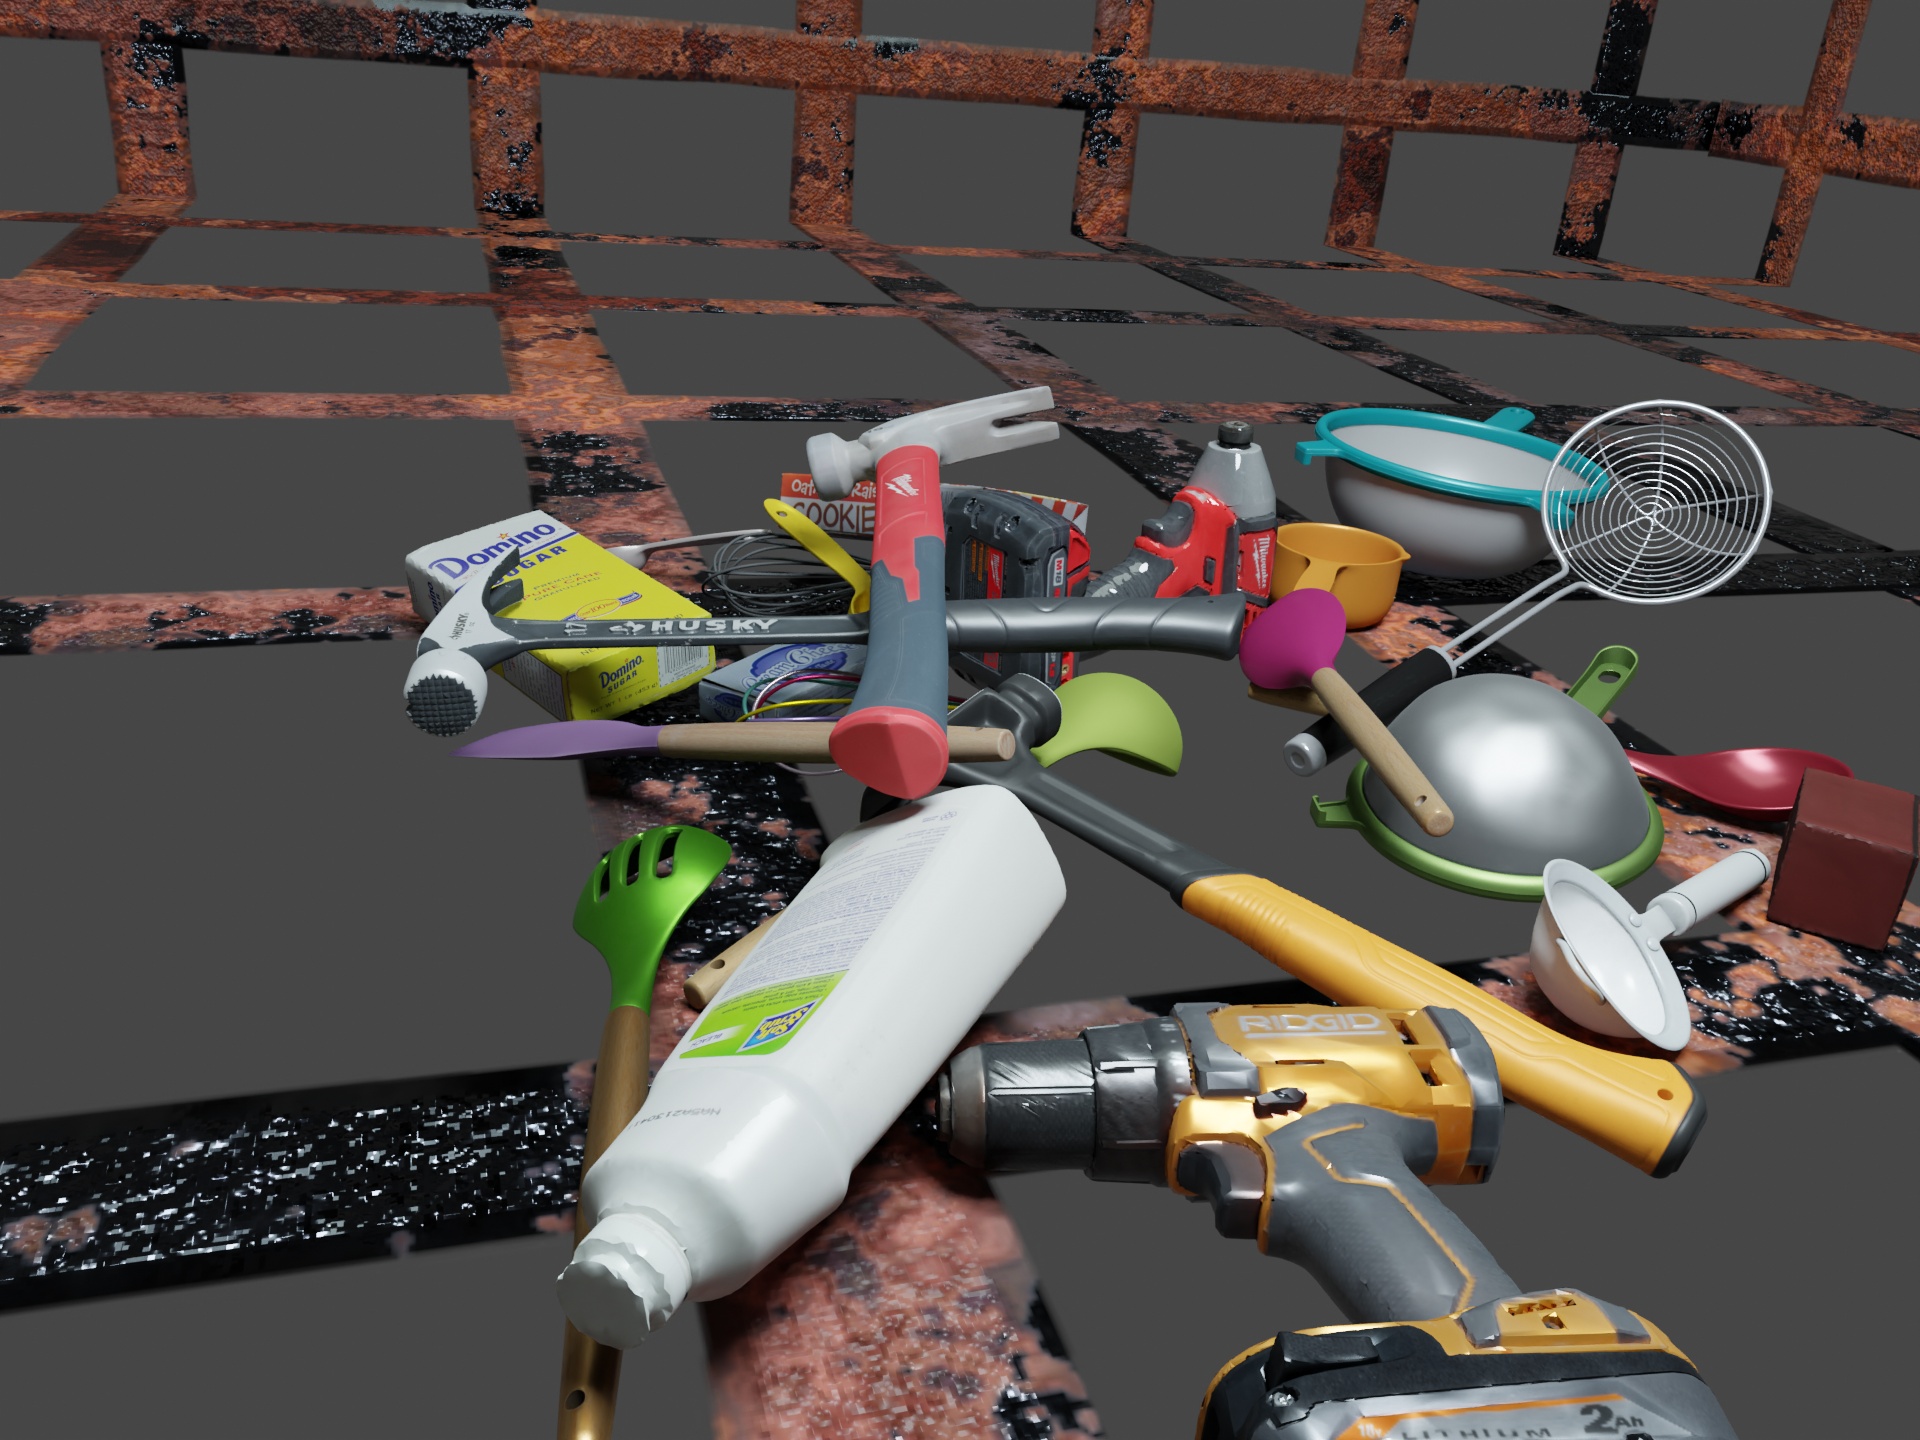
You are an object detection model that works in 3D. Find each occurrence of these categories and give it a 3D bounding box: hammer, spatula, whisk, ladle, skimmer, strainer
[{"bbox_3d":[-0.010,-0.077,0.748,0.143,0.038,0.387,-13,27,4],"label":"hammer"},{"bbox_3d":[-0.111,0.009,0.714,0.316,0.018,0.060,0,17,35],"label":"spatula"},{"bbox_3d":[-0.002,-0.002,0.834,0.245,0.047,0.051,-2,37,-25],"label":"whisk"},{"bbox_3d":[0.315,0.012,0.878,0.315,0.031,0.069,12,30,19],"label":"ladle"},{"bbox_3d":[0.320,-0.075,0.900,0.363,0.090,0.127,-30,67,-29],"label":"skimmer"},{"bbox_3d":[0.300,-0.003,0.812,0.152,0.069,0.256,20,37,33],"label":"strainer"},{"bbox_3d":[-0.056,-0.047,0.796,0.409,0.036,0.149,-1,30,-7],"label":"hammer"},{"bbox_3d":[0.305,0.089,0.691,0.258,0.050,0.087,-11,64,-45],"label":"strainer"},{"bbox_3d":[0.119,0.082,0.627,0.337,0.034,0.127,28,41,26],"label":"hammer"},{"bbox_3d":[-0.002,0.054,0.720,0.078,0.062,0.320,21,35,33],"label":"ladle"},{"bbox_3d":[0.389,-0.177,1.229,0.211,0.095,0.340,20,26,23],"label":"strainer"},{"bbox_3d":[-0.051,-0.091,1.017,0.239,0.055,0.055,-2,25,-27],"label":"whisk"}]

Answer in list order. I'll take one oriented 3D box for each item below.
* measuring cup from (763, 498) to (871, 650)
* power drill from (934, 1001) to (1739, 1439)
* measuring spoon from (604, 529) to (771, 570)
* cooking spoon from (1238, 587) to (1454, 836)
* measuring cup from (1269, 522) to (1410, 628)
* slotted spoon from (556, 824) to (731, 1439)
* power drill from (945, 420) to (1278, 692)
[{"bbox_3d":[-0.072,-0.081,0.952,0.062,0.029,0.157,-19,51,-41],"label":"measuring cup"},{"bbox_3d":[0.090,0.155,0.460,0.185,0.084,0.226,0,21,-5],"label":"power drill"},{"bbox_3d":[-0.176,-0.106,1.014,0.124,0.018,0.034,-6,-2,20],"label":"measuring spoon"},{"bbox_3d":[0.195,-0.013,0.820,0.017,0.069,0.319,47,12,-18],"label":"cooking spoon"},{"bbox_3d":[0.234,-0.080,1.034,0.095,0.052,0.174,13,28,18],"label":"measuring cup"},{"bbox_3d":[-0.115,0.119,0.550,0.070,0.031,0.314,-22,28,5],"label":"slotted spoon"},{"bbox_3d":[0.099,-0.094,0.931,0.219,0.143,0.079,-16,31,-34],"label":"power drill"}]
